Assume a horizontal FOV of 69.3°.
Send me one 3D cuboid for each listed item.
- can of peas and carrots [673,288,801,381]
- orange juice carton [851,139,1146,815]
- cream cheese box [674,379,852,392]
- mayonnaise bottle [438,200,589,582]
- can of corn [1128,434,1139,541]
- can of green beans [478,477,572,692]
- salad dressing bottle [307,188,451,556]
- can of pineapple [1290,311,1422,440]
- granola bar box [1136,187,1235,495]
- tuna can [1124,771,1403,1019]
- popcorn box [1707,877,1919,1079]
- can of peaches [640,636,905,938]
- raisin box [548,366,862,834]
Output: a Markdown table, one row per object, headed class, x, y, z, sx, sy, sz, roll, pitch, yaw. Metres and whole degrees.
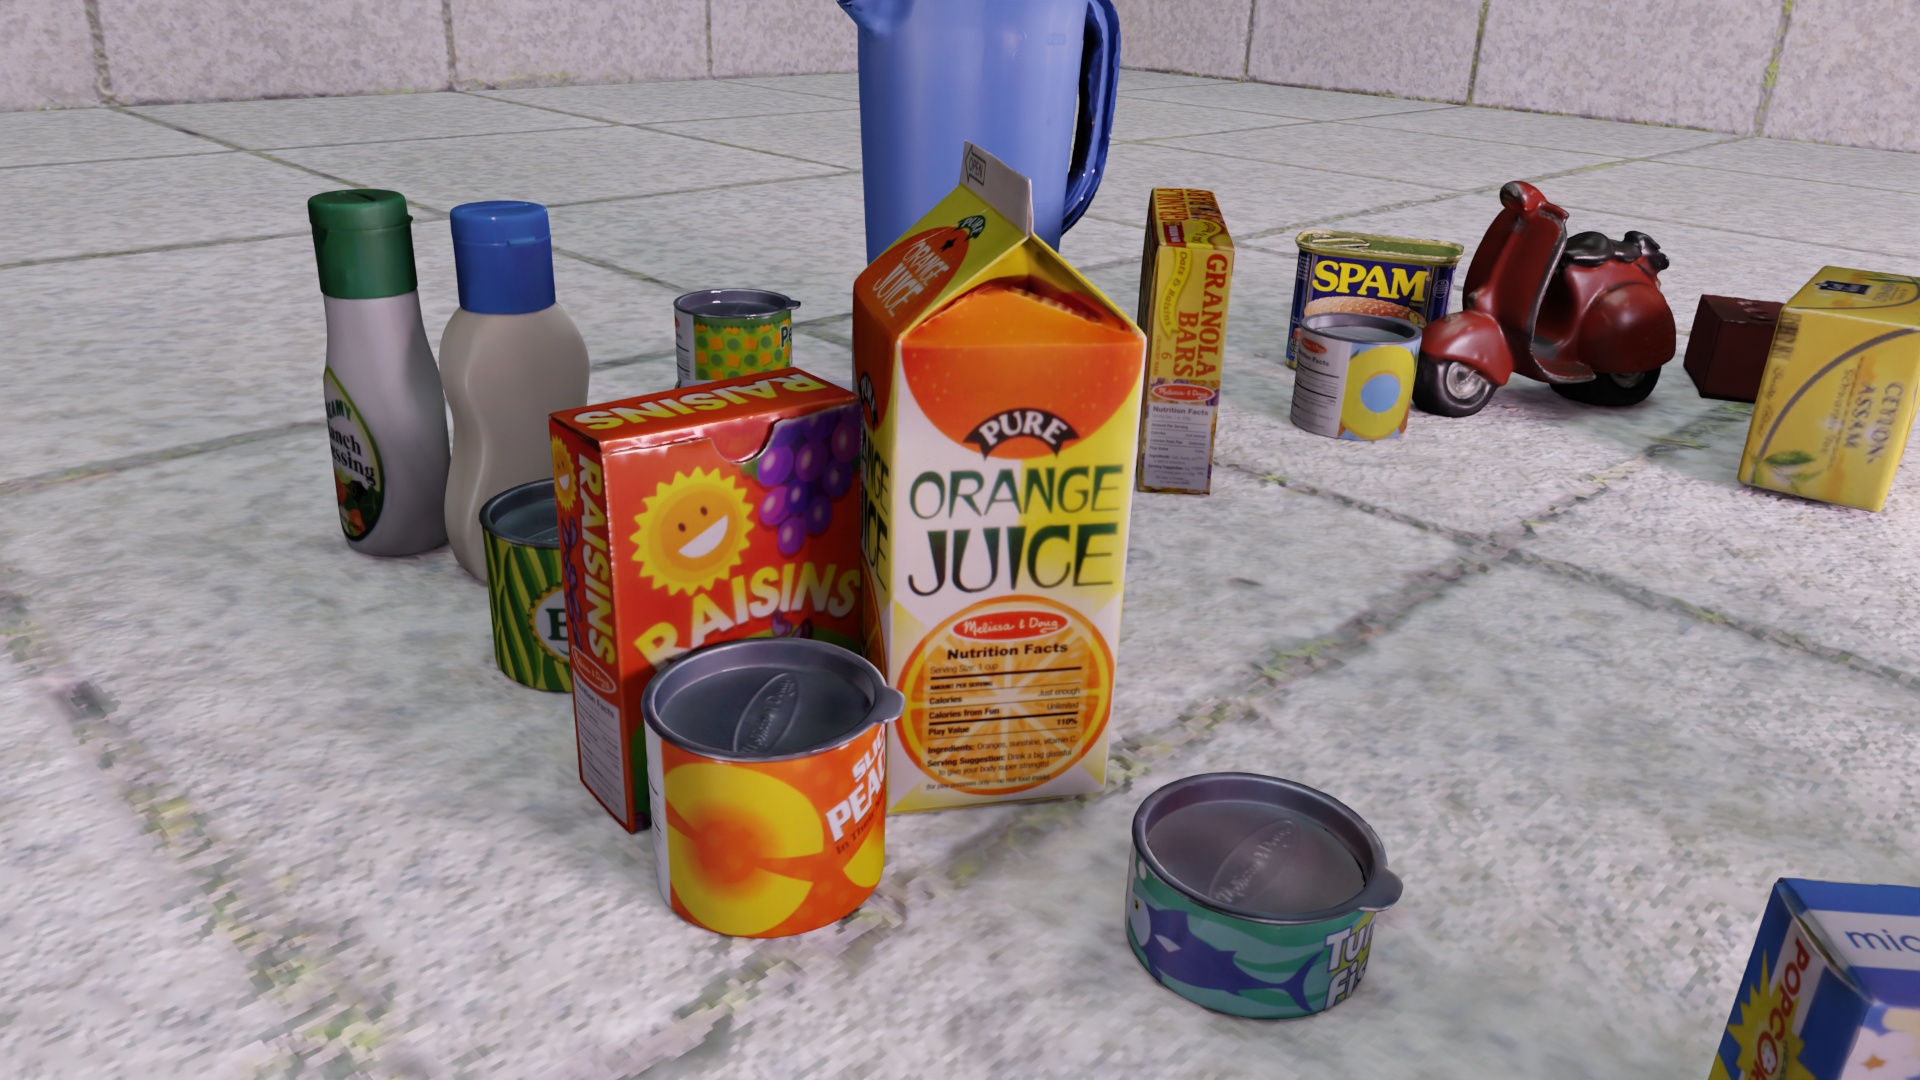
| class | x | y | z | sx | sy | sz | roll | pitch | yaw |
| --- | --- | --- | --- | --- | --- | --- | --- | --- | --- |
| can of peas and carrots | -0.126 | -0.108 | 0.788 | 0.071 | 0.058 | 0.071 | 2 | 23 | -1 |
| orange juice carton | 0.007 | -0.019 | 0.423 | 0.073 | 0.191 | 0.072 | -3 | 23 | -12 |
| cream cheese box | -0.082 | -0.048 | 0.660 | 0.104 | 0.053 | 0.024 | -1 | 23 | -7 |
| mayonnaise bottle | -0.178 | -0.059 | 0.558 | 0.065 | 0.147 | 0.041 | -17 | 29 | -38 |
| can of corn | 0.039 | -0.020 | 0.598 | 0.071 | 0.058 | 0.071 | 2 | 23 | -1 |
| can of green beans | -0.137 | 0.015 | 0.503 | 0.071 | 0.057 | 0.071 | 2 | 23 | -1 |
| salad dressing bottle | -0.240 | -0.068 | 0.574 | 0.044 | 0.147 | 0.064 | -18 | 30 | -39 |
| can of pineapple | 0.225 | -0.094 | 0.787 | 0.071 | 0.057 | 0.071 | 2 | 23 | -1 |
| granola bar box | 0.114 | -0.111 | 0.733 | 0.039 | 0.123 | 0.166 | 4 | 23 | 5 |
| tuna can | 0.080 | 0.094 | 0.369 | 0.071 | 0.032 | 0.071 | 2 | 23 | -1 |
| popcorn box | 0.217 | 0.113 | 0.268 | 0.127 | 0.085 | 0.038 | 3 | 23 | 3 |
| can of peaches | -0.051 | 0.068 | 0.387 | 0.071 | 0.057 | 0.071 | 2 | 23 | -1 |
| raisin box | -0.074 | 0.016 | 0.423 | 0.086 | 0.122 | 0.040 | -16 | 29 | -36 |
